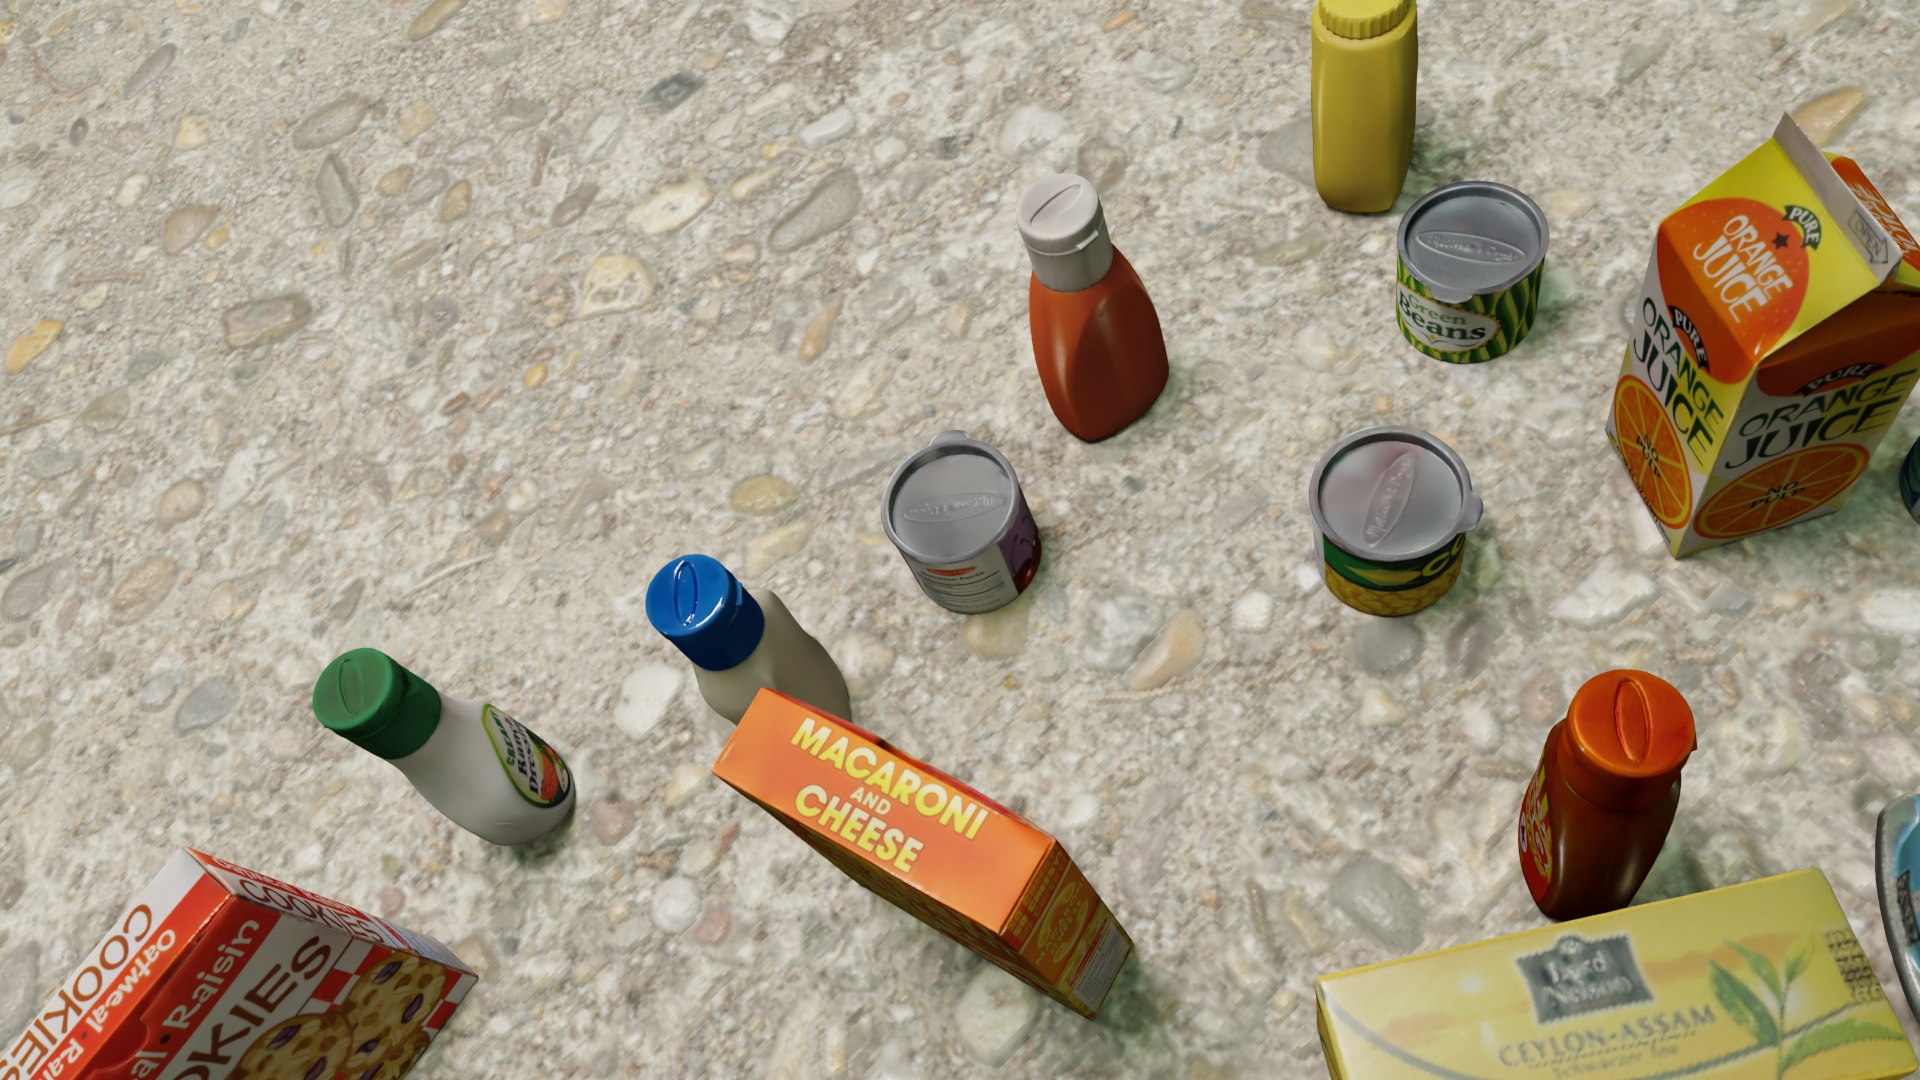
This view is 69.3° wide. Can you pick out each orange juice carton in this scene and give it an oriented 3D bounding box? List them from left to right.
[{"bbox_3d":[0.310,-0.074,0.533,0.073,0.192,0.072,-17,59,7],"label":"orange juice carton"}]

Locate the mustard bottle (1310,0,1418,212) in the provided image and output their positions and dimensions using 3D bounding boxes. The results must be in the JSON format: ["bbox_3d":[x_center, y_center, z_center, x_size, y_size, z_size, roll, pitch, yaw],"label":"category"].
[{"bbox_3d":[0.194,-0.228,0.670,0.049,0.159,0.065,9,66,21],"label":"mustard bottle"}]

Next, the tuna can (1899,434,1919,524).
[{"bbox_3d":[0.427,-0.030,0.568,0.071,0.032,0.071,-7,61,13],"label":"tuna can"}]

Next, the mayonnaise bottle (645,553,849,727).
[{"bbox_3d":[-0.089,0.054,0.604,0.041,0.147,0.065,-12,60,10],"label":"mayonnaise bottle"}]

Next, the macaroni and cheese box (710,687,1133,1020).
[{"bbox_3d":[-0.008,0.123,0.532,0.124,0.166,0.040,23,71,26],"label":"macaroni and cheese box"}]

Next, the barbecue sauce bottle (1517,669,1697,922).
[{"bbox_3d":[0.227,0.090,0.493,0.043,0.148,0.065,0,63,16],"label":"barbecue sauce bottle"}]

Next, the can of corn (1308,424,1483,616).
[{"bbox_3d":[0.190,-0.007,0.609,0.071,0.058,0.071,-7,61,13],"label":"can of corn"}]

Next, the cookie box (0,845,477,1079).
[{"bbox_3d":[-0.292,0.207,0.567,0.040,0.167,0.123,27,73,27],"label":"cookie box"}]

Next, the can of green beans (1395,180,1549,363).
[{"bbox_3d":[0.241,-0.126,0.660,0.071,0.057,0.071,-7,61,13],"label":"can of green beans"}]

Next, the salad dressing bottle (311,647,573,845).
[{"bbox_3d":[-0.228,0.093,0.623,0.044,0.147,0.064,-28,58,0],"label":"salad dressing bottle"}]

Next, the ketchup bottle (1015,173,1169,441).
[{"bbox_3d":[0.060,-0.108,0.649,0.065,0.148,0.043,-41,59,-7],"label":"ketchup bottle"}]

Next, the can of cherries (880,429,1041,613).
[{"bbox_3d":[0.002,-0.008,0.664,0.071,0.058,0.072,-7,61,13],"label":"can of cherries"}]
